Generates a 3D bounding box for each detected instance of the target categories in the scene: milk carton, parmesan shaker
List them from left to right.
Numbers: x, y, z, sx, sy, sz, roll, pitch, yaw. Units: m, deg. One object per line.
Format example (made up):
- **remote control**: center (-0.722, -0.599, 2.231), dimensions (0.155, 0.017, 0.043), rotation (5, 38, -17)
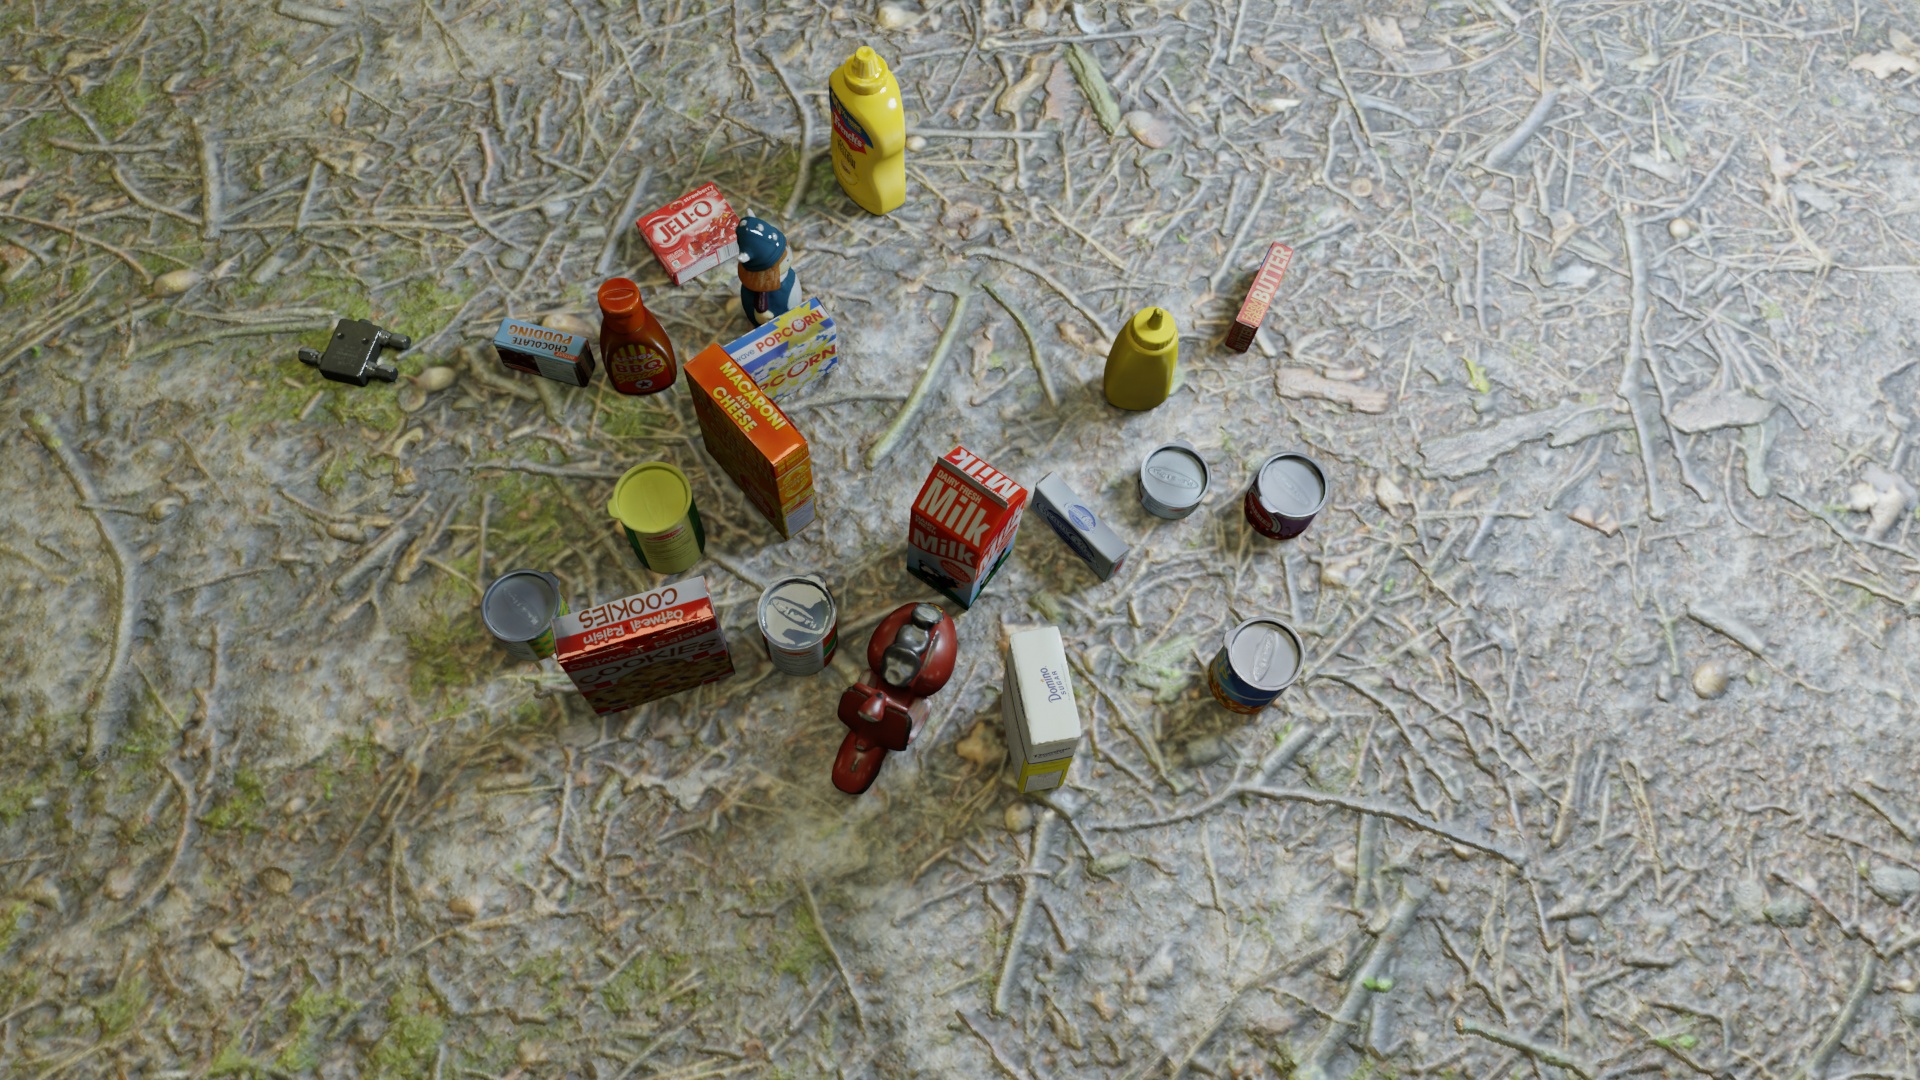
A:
- **parmesan shaker**: center (-0.266, -0.017, 1.219), dimensions (0.071, 0.102, 0.071), rotation (1, 68, -3)
- **milk carton**: center (0.004, -0.015, 1.188), dimensions (0.072, 0.189, 0.074), rotation (34, 70, 10)

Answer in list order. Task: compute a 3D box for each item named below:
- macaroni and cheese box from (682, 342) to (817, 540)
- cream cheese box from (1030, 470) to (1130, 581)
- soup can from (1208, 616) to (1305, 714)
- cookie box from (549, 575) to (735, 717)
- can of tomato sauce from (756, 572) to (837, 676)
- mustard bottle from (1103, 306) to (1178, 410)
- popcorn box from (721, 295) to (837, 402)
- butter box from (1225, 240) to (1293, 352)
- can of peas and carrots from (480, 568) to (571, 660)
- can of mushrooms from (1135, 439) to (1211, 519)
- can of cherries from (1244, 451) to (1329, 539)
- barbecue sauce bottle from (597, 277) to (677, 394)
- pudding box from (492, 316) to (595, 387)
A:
- **macaroni and cheese box**: center (-0.181, -0.084, 1.218), dimensions (0.040, 0.165, 0.124), rotation (-39, 75, -17)
- **cream cheese box**: center (0.108, -0.012, 1.267), dimensions (0.024, 0.053, 0.104), rotation (-39, 75, -17)
- **soup can**: center (0.254, 0.109, 1.210), dimensions (0.071, 0.083, 0.071), rotation (1, 68, -3)
- **cookie box**: center (-0.256, 0.090, 1.141), dimensions (0.123, 0.166, 0.040), rotation (-17, 70, -10)
- **can of tomato sauce**: center (-0.139, 0.073, 1.201), dimensions (0.071, 0.082, 0.071), rotation (1, 68, -3)
- **mustard bottle**: center (0.172, -0.174, 1.280), dimensions (0.065, 0.159, 0.049), rotation (5, 68, -1)
- **popcorn box**: center (-0.177, -0.165, 1.295), dimensions (0.127, 0.085, 0.038), rotation (-32, 73, -15)
- **butter box**: center (0.295, -0.240, 1.372), dimensions (0.024, 0.053, 0.104), rotation (25, 69, 7)
- **can of peas and carrots**: center (-0.373, 0.063, 1.203), dimensions (0.071, 0.058, 0.071), rotation (1, 68, -3)
- **can of mushrooms**: center (0.200, -0.057, 1.302), dimensions (0.071, 0.033, 0.071), rotation (1, 68, -3)
- **can of cherries**: center (0.299, -0.040, 1.288), dimensions (0.071, 0.058, 0.072), rotation (1, 68, -3)
- **barbecue sauce bottle**: center (-0.298, -0.185, 1.261), dimensions (0.065, 0.148, 0.044), rotation (-9, 69, -7)
- **pudding box**: center (-0.391, -0.177, 1.305), dimensions (0.084, 0.049, 0.030), rotation (15, 68, 2)
